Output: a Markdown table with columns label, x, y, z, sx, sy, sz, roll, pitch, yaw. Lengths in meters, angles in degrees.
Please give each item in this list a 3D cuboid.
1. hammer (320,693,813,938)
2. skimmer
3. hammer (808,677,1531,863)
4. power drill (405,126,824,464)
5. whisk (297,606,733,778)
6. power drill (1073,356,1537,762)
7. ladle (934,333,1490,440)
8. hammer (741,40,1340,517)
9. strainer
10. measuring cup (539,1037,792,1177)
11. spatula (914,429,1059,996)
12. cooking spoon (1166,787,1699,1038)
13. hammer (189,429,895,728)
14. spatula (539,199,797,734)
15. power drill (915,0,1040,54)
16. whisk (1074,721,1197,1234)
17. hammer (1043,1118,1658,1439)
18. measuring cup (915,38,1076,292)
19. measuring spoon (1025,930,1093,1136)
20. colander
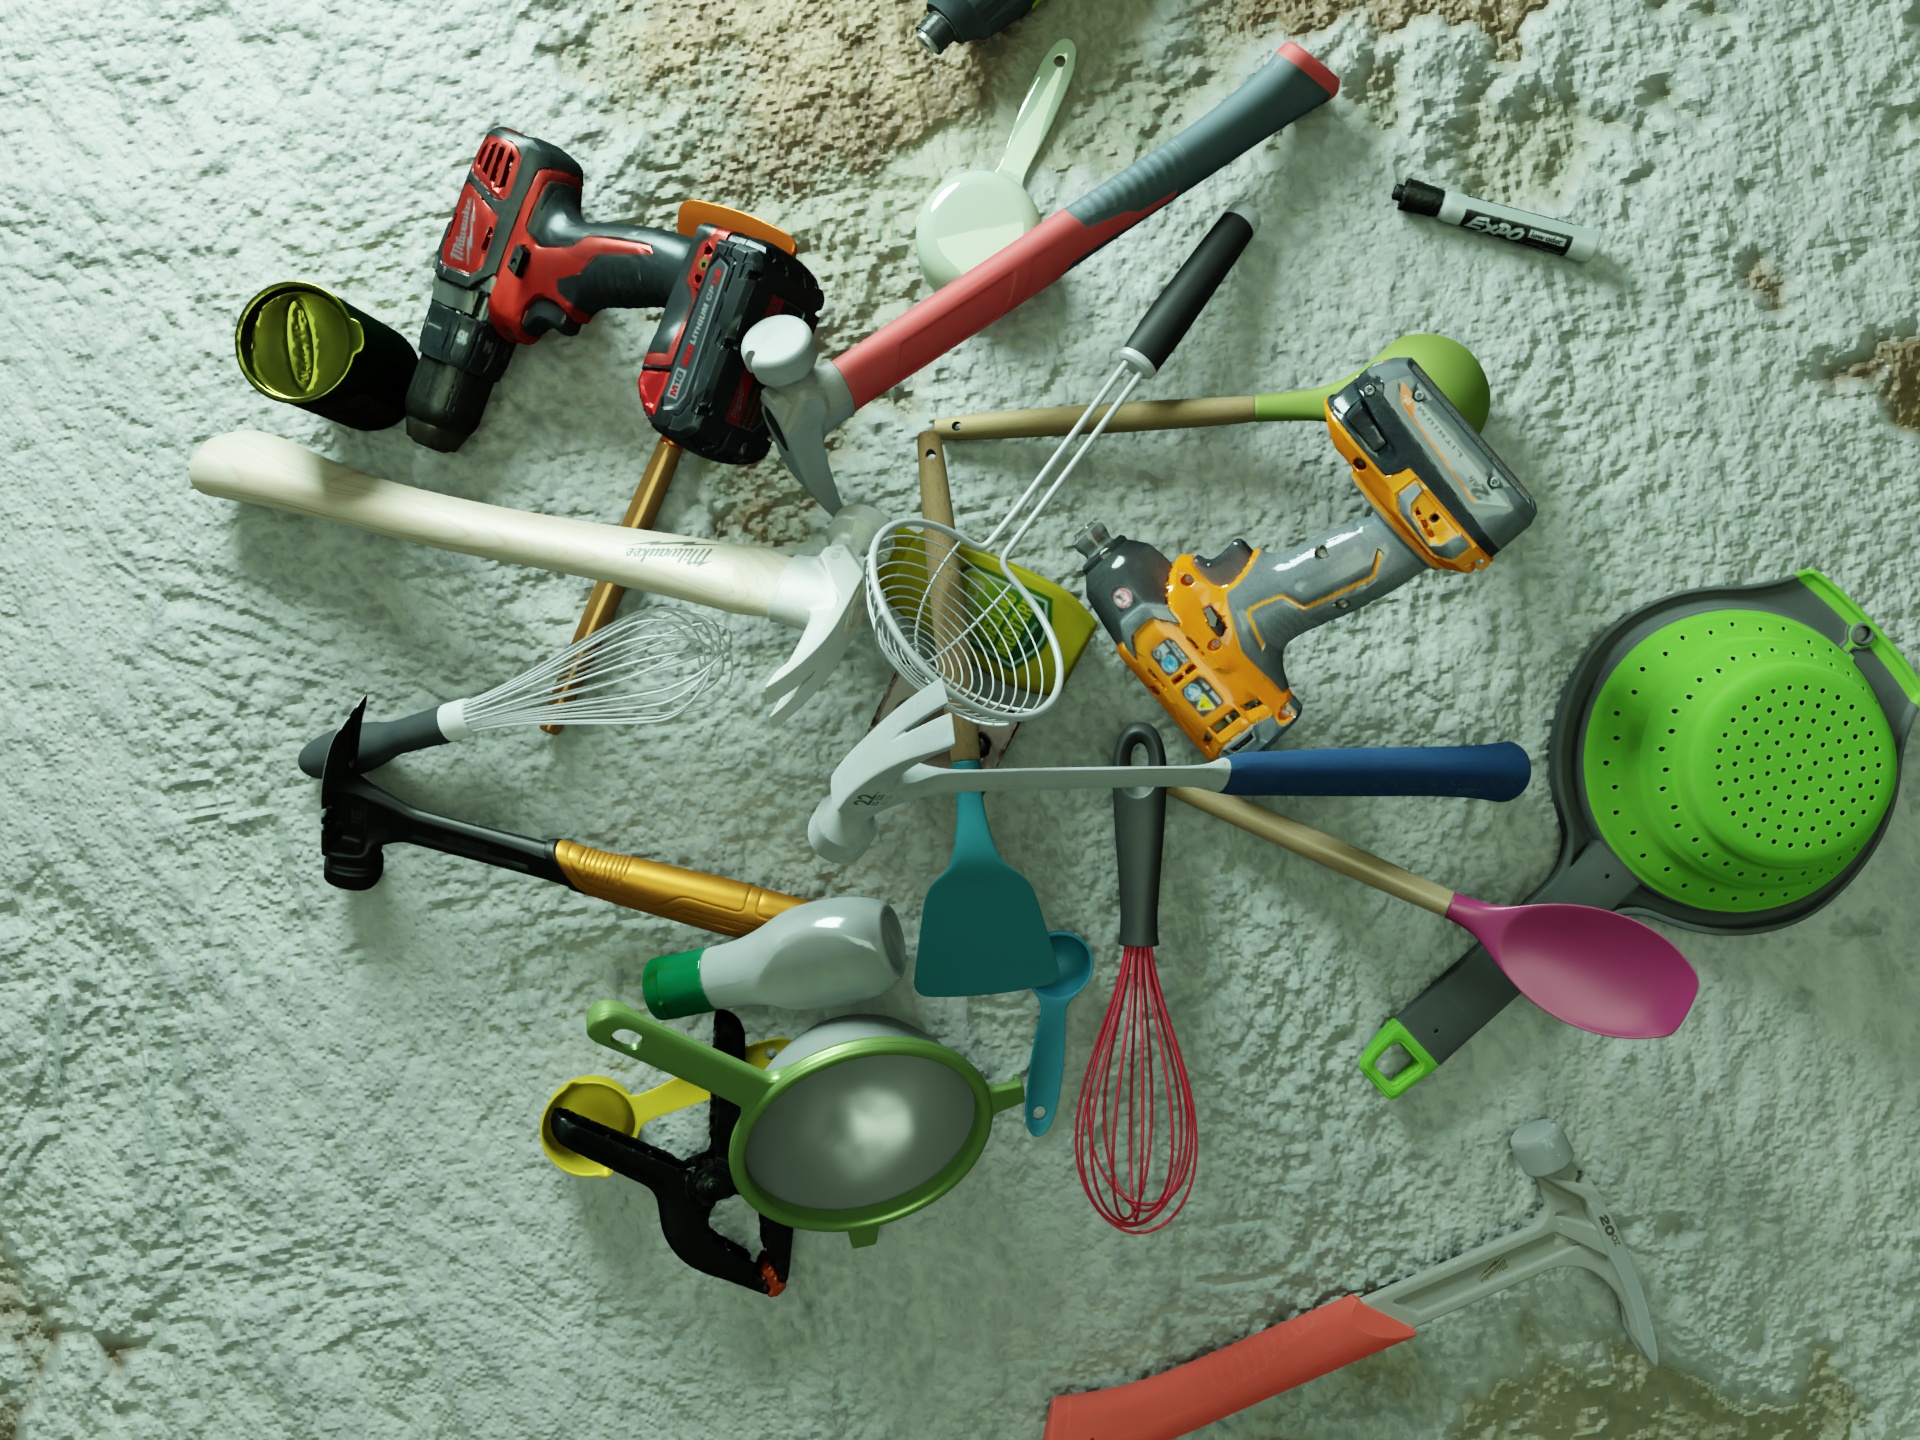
| label | x | y | z | sx | sy | sz | roll | pitch | yaw |
| --- | --- | --- | --- | --- | --- | --- | --- | --- | --- |
| hammer | -0.202 | 0.084 | 0.921 | 0.337 | 0.034 | 0.127 | 15 | 126 | -3 |
| skimmer | 0.076 | -0.155 | 0.856 | 0.127 | 0.090 | 0.363 | 39 | 75 | -13 |
| hammer | 0.131 | 0.028 | 0.844 | 0.405 | 0.144 | 0.035 | 0 | 63 | -21 |
| power drill | -0.209 | -0.215 | 0.894 | 0.227 | 0.080 | 0.188 | 25 | 97 | 21 |
| whisk | -0.261 | -0.008 | 0.916 | 0.284 | 0.070 | 0.070 | -15 | 91 | 14 |
| power drill | 0.179 | -0.096 | 0.880 | 0.226 | 0.084 | 0.164 | -41 | 90 | 24 |
| ladle | 0.145 | -0.179 | 0.930 | 0.320 | 0.062 | 0.078 | -2 | 93 | 8 |
| hammer | 0.058 | -0.258 | 0.902 | 0.386 | 0.143 | 0.038 | -35 | 58 | -11 |
| strainer | -0.100 | 0.195 | 0.886 | 0.256 | 0.069 | 0.151 | 33 | 109 | -31 |
| measuring cup | -0.174 | 0.221 | 0.952 | 0.156 | 0.029 | 0.062 | -21 | 96 | -10 |
| spatula | -0.001 | -0.003 | 0.888 | 0.082 | 0.044 | 0.317 | -6 | 87 | 2 |
| cooking spoon | 0.252 | 0.093 | 0.898 | 0.319 | 0.017 | 0.068 | 24 | 106 | 16 |
| hammer | -0.252 | -0.097 | 0.884 | 0.411 | 0.038 | 0.146 | 13 | 49 | 13 |
| spatula | -0.184 | -0.141 | 0.933 | 0.081 | 0.041 | 0.322 | 24 | 93 | 16 |
| power drill | -0.021 | -0.507 | 0.907 | 0.223 | 0.080 | 0.171 | 44 | 92 | -3 |
| whisk | 0.102 | 0.149 | 0.919 | 0.073 | 0.073 | 0.296 | 1 | 89 | 2 |
| hammer | 0.218 | 0.372 | 0.933 | 0.359 | 0.037 | 0.149 | -24 | 90 | 1 |
| measuring cup | 0.029 | -0.323 | 0.924 | 0.083 | 0.038 | 0.167 | 24 | 94 | 1 |
| measuring spoon | 0.051 | 0.184 | 0.947 | 0.042 | 0.021 | 0.128 | 5 | 100 | -11 |
| colander | 0.387 | 0.079 | 0.894 | 0.397 | 0.094 | 0.204 | -43 | 90 | 2 |
